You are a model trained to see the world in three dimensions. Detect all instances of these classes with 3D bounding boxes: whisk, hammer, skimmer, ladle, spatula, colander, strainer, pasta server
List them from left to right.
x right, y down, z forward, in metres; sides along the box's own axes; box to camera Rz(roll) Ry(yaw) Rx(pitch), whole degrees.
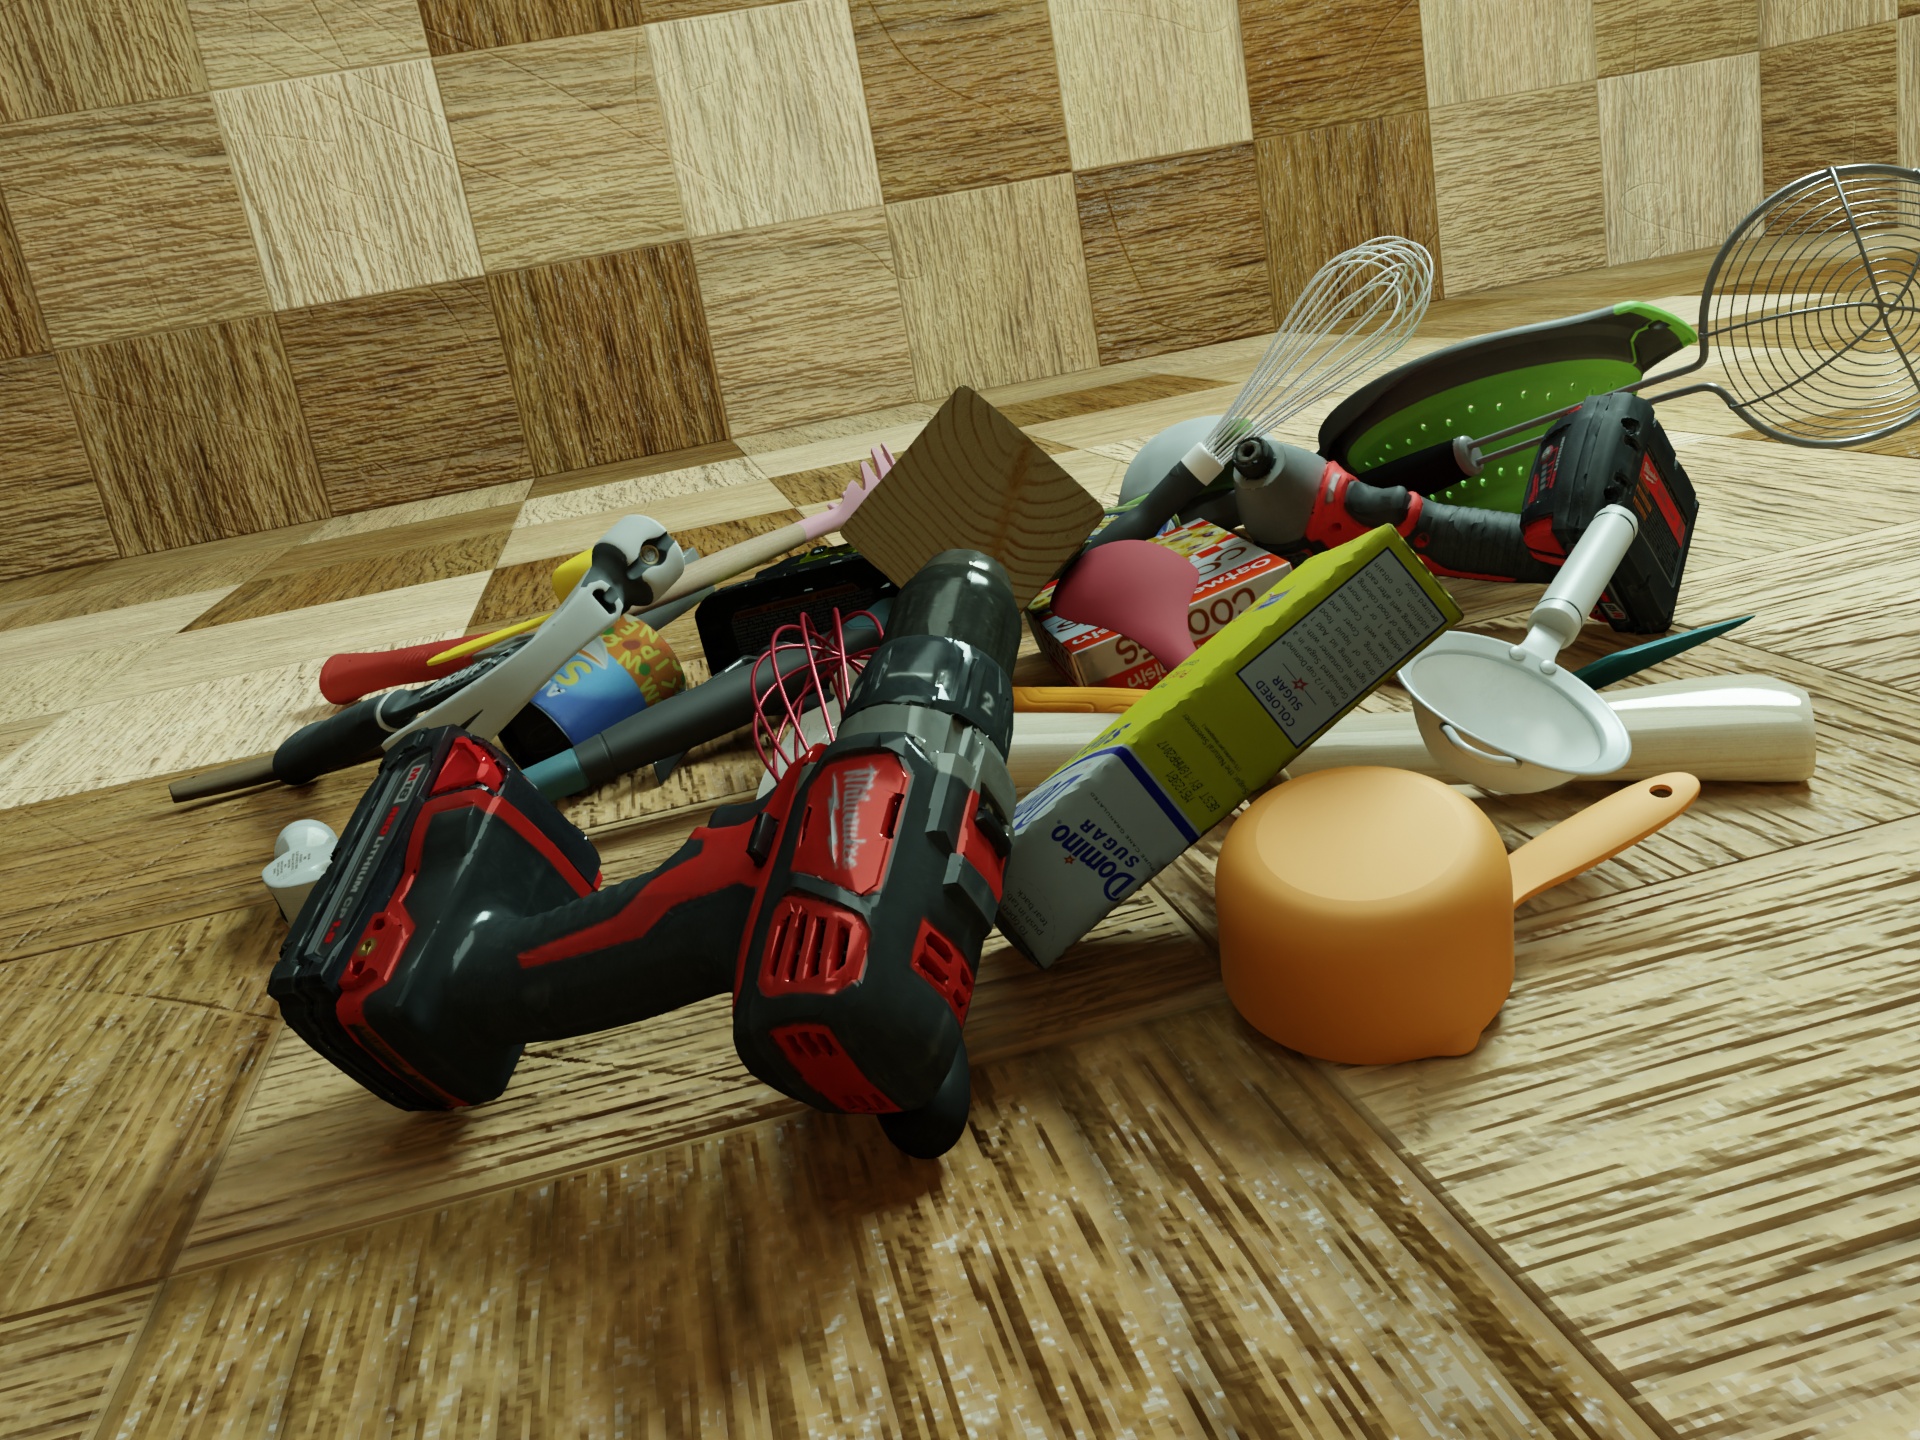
[{"bbox_3d":[-0.285,-0.003,0.814,0.409,0.036,0.149,-14,31,52],"label":"hammer"},{"bbox_3d":[-0.339,0.003,1.024,0.316,0.018,0.060,-17,15,-25],"label":"spatula"},{"bbox_3d":[-0.323,-0.048,1.064,0.359,0.036,0.149,-5,28,44],"label":"hammer"},{"bbox_3d":[-0.170,0.016,0.767,0.331,0.033,0.128,-25,21,-13],"label":"hammer"},{"bbox_3d":[-0.125,-0.118,1.018,0.060,0.040,0.316,-46,-7,36],"label":"pasta server"},{"bbox_3d":[-0.034,0.041,0.560,0.073,0.073,0.296,-12,32,-5],"label":"whisk"},{"bbox_3d":[-0.001,-0.003,0.798,0.337,0.034,0.127,2,26,32],"label":"hammer"},{"bbox_3d":[0.173,-0.189,1.114,0.151,0.069,0.256,-11,-7,1],"label":"strainer"},{"bbox_3d":[0.099,-0.003,0.627,0.069,0.031,0.316,-19,34,-3],"label":"ladle"},{"bbox_3d":[0.169,-0.178,0.958,0.284,0.070,0.070,-44,8,16],"label":"whisk"},{"bbox_3d":[0.117,0.017,0.645,0.411,0.038,0.146,-2,32,19],"label":"hammer"},{"bbox_3d":[0.271,-0.137,1.019,0.397,0.094,0.204,-20,-14,41],"label":"colander"},{"bbox_3d":[0.222,-0.038,0.775,0.082,0.044,0.318,-15,15,-27],"label":"spatula"},{"bbox_3d":[0.227,-0.031,0.611,0.087,0.050,0.258,29,42,18],"label":"strainer"},{"bbox_3d":[0.332,-0.167,0.836,0.090,0.127,0.363,-36,12,-35],"label":"skimmer"}]

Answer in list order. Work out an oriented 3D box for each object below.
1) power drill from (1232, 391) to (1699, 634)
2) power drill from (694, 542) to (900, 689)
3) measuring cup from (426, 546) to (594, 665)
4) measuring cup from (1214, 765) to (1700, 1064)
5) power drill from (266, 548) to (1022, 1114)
[{"bbox_3d":[0.251,-0.107,0.830,0.220,0.078,0.143,5,-22,42],"label":"power drill"},{"bbox_3d":[-0.089,-0.075,1.039,0.171,0.080,0.223,-13,13,7],"label":"power drill"},{"bbox_3d":[-0.258,-0.070,0.948,0.156,0.029,0.062,-20,17,14],"label":"measuring cup"},{"bbox_3d":[0.157,0.036,0.484,0.173,0.052,0.095,-24,35,-13],"label":"measuring cup"},{"bbox_3d":[-0.085,0.034,0.503,0.227,0.080,0.188,-10,45,26],"label":"power drill"}]
